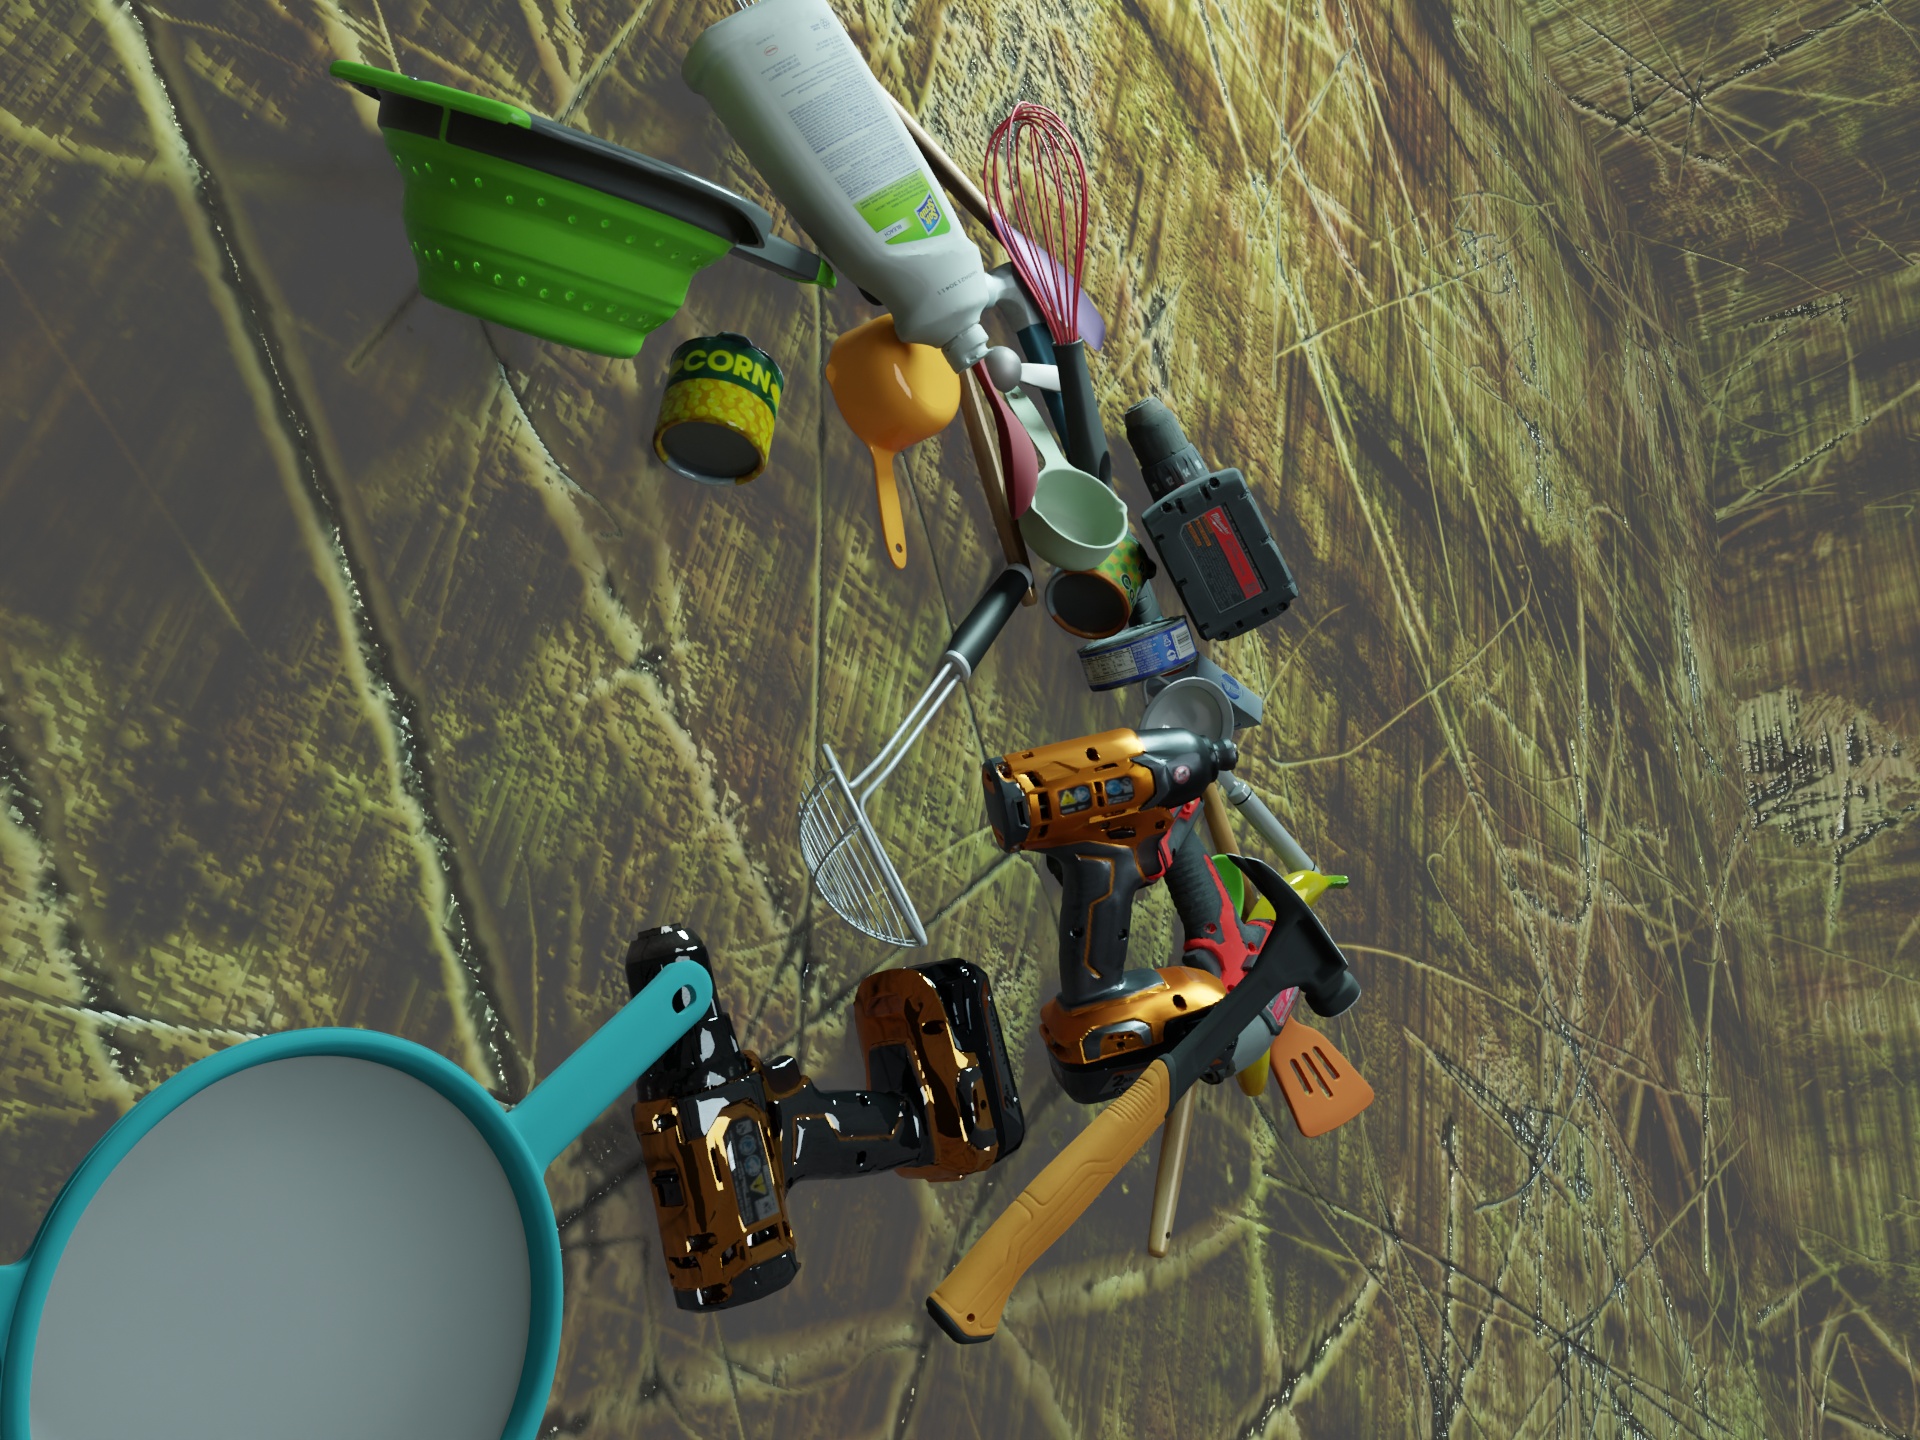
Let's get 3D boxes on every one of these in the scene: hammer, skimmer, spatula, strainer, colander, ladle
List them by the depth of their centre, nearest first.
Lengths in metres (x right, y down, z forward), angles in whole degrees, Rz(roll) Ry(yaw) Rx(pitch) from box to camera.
[{"bbox_3d":[-0.228,0.196,0.632,0.340,0.095,0.211,-42,113,-53],"label":"strainer"},{"bbox_3d":[-0.174,-0.244,0.864,0.397,0.204,0.094,-11,120,-68],"label":"colander"},{"bbox_3d":[0.102,0.232,0.956,0.337,0.034,0.127,-43,109,-17],"label":"hammer"},{"bbox_3d":[-0.002,-0.003,0.996,0.127,0.090,0.363,64,36,-26],"label":"skimmer"},{"bbox_3d":[-0.007,-0.289,1.087,0.069,0.031,0.315,-172,-119,-86],"label":"ladle"},{"bbox_3d":[-0.001,-0.233,1.143,0.082,0.044,0.317,-27,103,-53],"label":"spatula"},{"bbox_3d":[0.004,-0.393,1.181,0.315,0.018,0.060,40,41,-26],"label":"spatula"},{"bbox_3d":[0.097,-0.199,1.246,0.128,0.033,0.331,-32,103,-51],"label":"hammer"},{"bbox_3d":[0.215,0.053,1.269,0.087,0.050,0.258,-45,109,-6],"label":"strainer"},{"bbox_3d":[0.246,0.173,1.288,0.081,0.041,0.322,-19,91,-28],"label":"spatula"}]

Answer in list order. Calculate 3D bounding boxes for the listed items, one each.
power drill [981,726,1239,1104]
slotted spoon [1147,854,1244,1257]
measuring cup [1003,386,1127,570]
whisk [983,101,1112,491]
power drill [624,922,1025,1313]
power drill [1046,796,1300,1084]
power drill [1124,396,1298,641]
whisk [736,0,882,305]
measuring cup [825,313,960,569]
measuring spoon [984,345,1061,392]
[{"bbox_3d":[0.113,0.116,1.023,0.084,0.164,0.226,-137,-145,-75],"label":"power drill"},{"bbox_3d":[0.169,0.240,1.178,0.070,0.031,0.314,42,49,-35],"label":"slotted spoon"},{"bbox_3d":[0.061,-0.177,1.159,0.083,0.038,0.168,-6,56,-32],"label":"measuring cup"},{"bbox_3d":[0.072,-0.292,1.149,0.073,0.073,0.295,-45,128,-50],"label":"whisk"},{"bbox_3d":[-0.077,0.184,0.844,0.226,0.084,0.185,-9,82,-48],"label":"power drill"},{"bbox_3d":[0.163,0.146,1.140,0.219,0.078,0.143,55,46,-15],"label":"power drill"},{"bbox_3d":[0.187,-0.164,1.258,0.188,0.080,0.227,62,10,-11],"label":"power drill"},{"bbox_3d":[-0.095,-0.418,1.066,0.070,0.070,0.284,-31,106,-52],"label":"whisk"},{"bbox_3d":[-0.035,-0.188,1.055,0.095,0.052,0.174,11,67,-50],"label":"measuring cup"},{"bbox_3d":[0.064,-0.259,1.184,0.124,0.018,0.034,-5,84,-48],"label":"measuring spoon"}]
